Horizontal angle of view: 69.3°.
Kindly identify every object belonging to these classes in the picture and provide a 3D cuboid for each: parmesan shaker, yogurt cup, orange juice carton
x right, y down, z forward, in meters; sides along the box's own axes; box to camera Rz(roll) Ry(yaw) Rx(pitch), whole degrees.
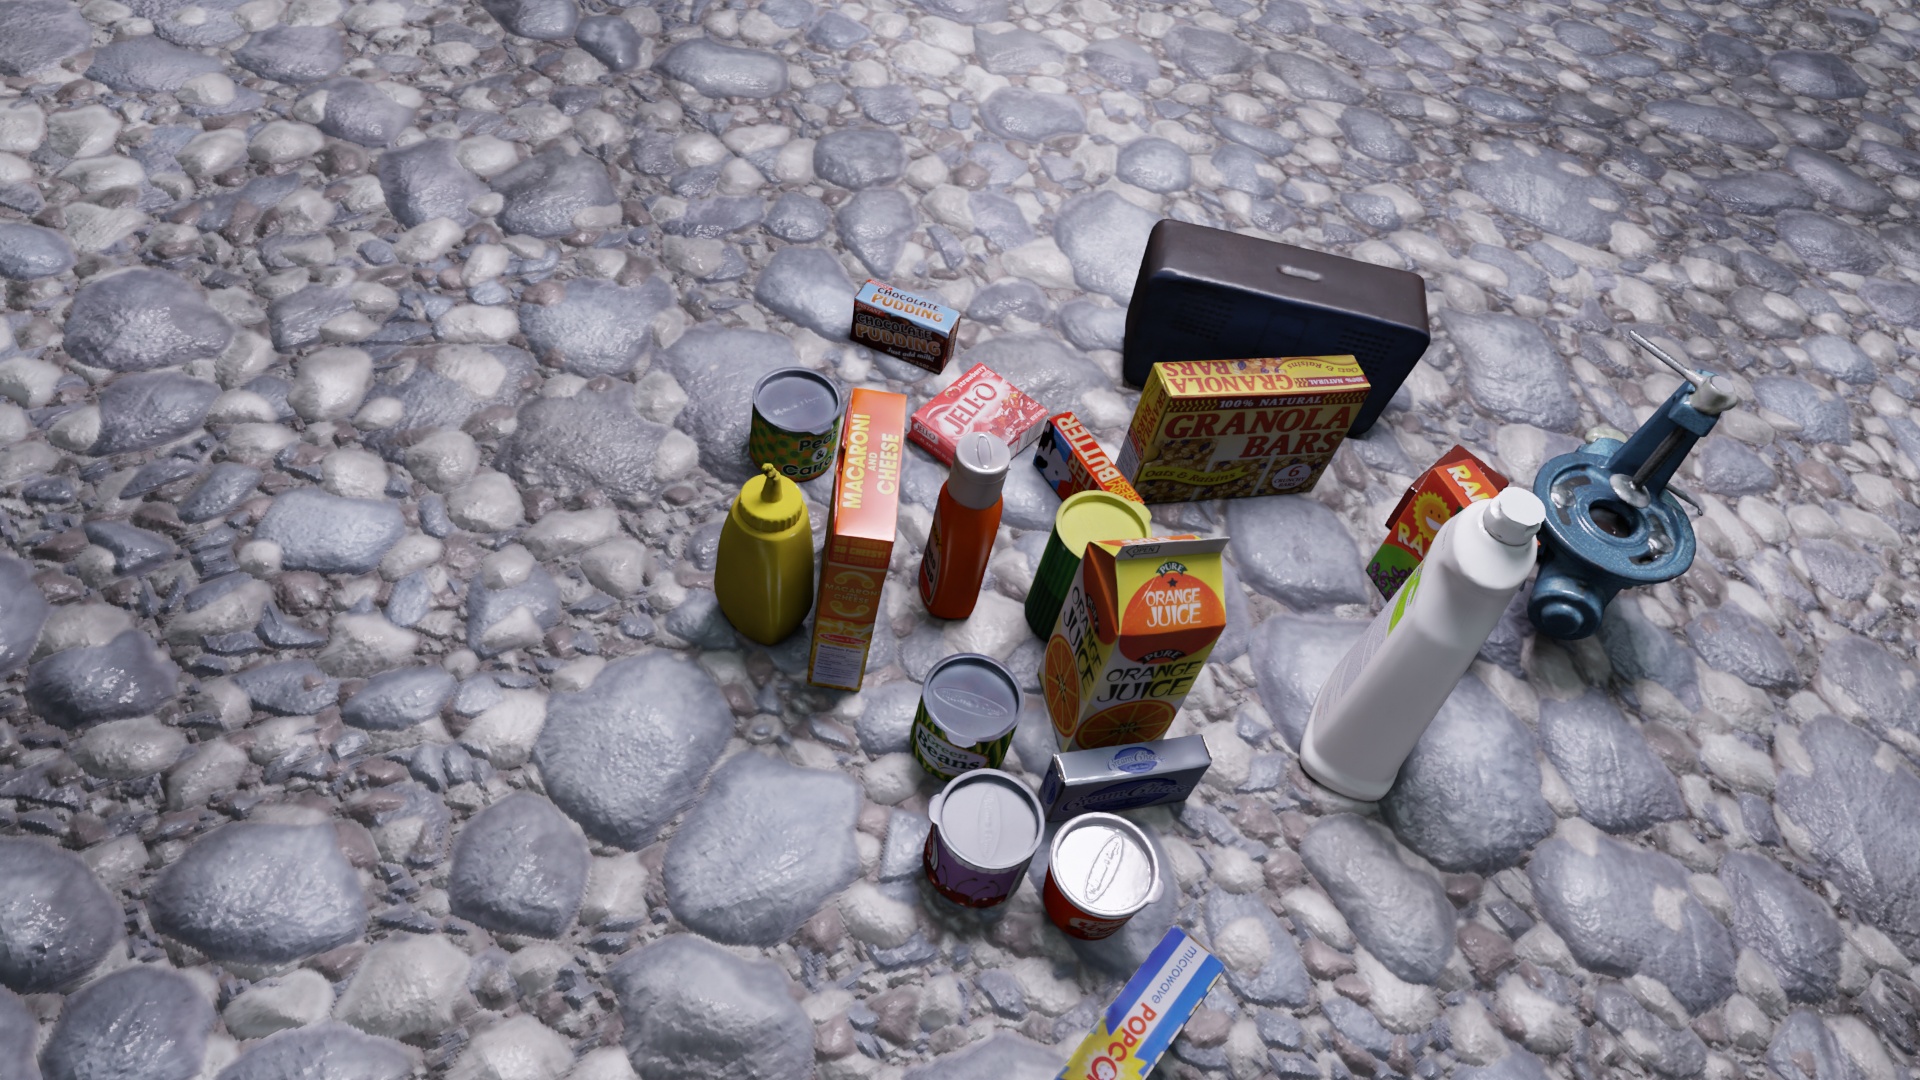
[{"bbox_3d":[0.090,0.022,0.967,0.071,0.102,0.072,6,51,-8],"label":"parmesan shaker"},{"bbox_3d":[0.082,0.208,0.847,0.072,0.053,0.073,6,51,-8],"label":"yogurt cup"},{"bbox_3d":[0.110,0.059,0.884,0.072,0.191,0.073,-4,53,-15],"label":"orange juice carton"}]

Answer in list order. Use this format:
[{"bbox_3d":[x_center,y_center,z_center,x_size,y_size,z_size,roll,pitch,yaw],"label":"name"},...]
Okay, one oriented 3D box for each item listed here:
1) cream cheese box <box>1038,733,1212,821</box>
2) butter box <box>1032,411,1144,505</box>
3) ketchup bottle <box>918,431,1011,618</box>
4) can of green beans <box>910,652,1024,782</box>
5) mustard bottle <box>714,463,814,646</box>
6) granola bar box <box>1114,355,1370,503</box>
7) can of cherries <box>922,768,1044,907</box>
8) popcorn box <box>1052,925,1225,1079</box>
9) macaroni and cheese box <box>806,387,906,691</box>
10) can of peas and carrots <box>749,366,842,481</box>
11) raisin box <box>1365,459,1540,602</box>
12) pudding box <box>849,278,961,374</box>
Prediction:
[{"bbox_3d":[0.105,0.153,0.897,0.104,0.053,0.024,-5,53,-16],"label":"cream cheese box"},{"bbox_3d":[0.096,-0.044,1.054,0.024,0.052,0.104,-20,59,-26],"label":"butter box"},{"bbox_3d":[0.003,-0.012,0.945,0.043,0.148,0.065,3,51,-11],"label":"ketchup bottle"},{"bbox_3d":[0.003,0.116,0.901,0.071,0.057,0.071,6,51,-8],"label":"can of green beans"},{"bbox_3d":[-0.124,0.003,0.897,0.065,0.159,0.049,36,53,17],"label":"mustard bottle"},{"bbox_3d":[0.213,-0.084,1.066,0.166,0.123,0.039,-4,53,-16],"label":"granola bar box"},{"bbox_3d":[0.011,0.182,0.849,0.071,0.058,0.072,6,51,-8],"label":"can of cherries"},{"bbox_3d":[0.089,0.283,0.768,0.038,0.084,0.127,37,53,17],"label":"popcorn box"},{"bbox_3d":[-0.069,0.002,0.907,0.040,0.165,0.124,8,51,-6],"label":"macaroni and cheese box"},{"bbox_3d":[-0.122,-0.085,1.035,0.071,0.058,0.071,6,51,-8],"label":"can of peas and carrots"},{"bbox_3d":[0.359,0.012,1.021,0.040,0.122,0.086,-13,56,-21],"label":"raisin box"},{"bbox_3d":[-0.045,-0.175,1.130,0.084,0.049,0.030,22,51,5],"label":"pudding box"}]
